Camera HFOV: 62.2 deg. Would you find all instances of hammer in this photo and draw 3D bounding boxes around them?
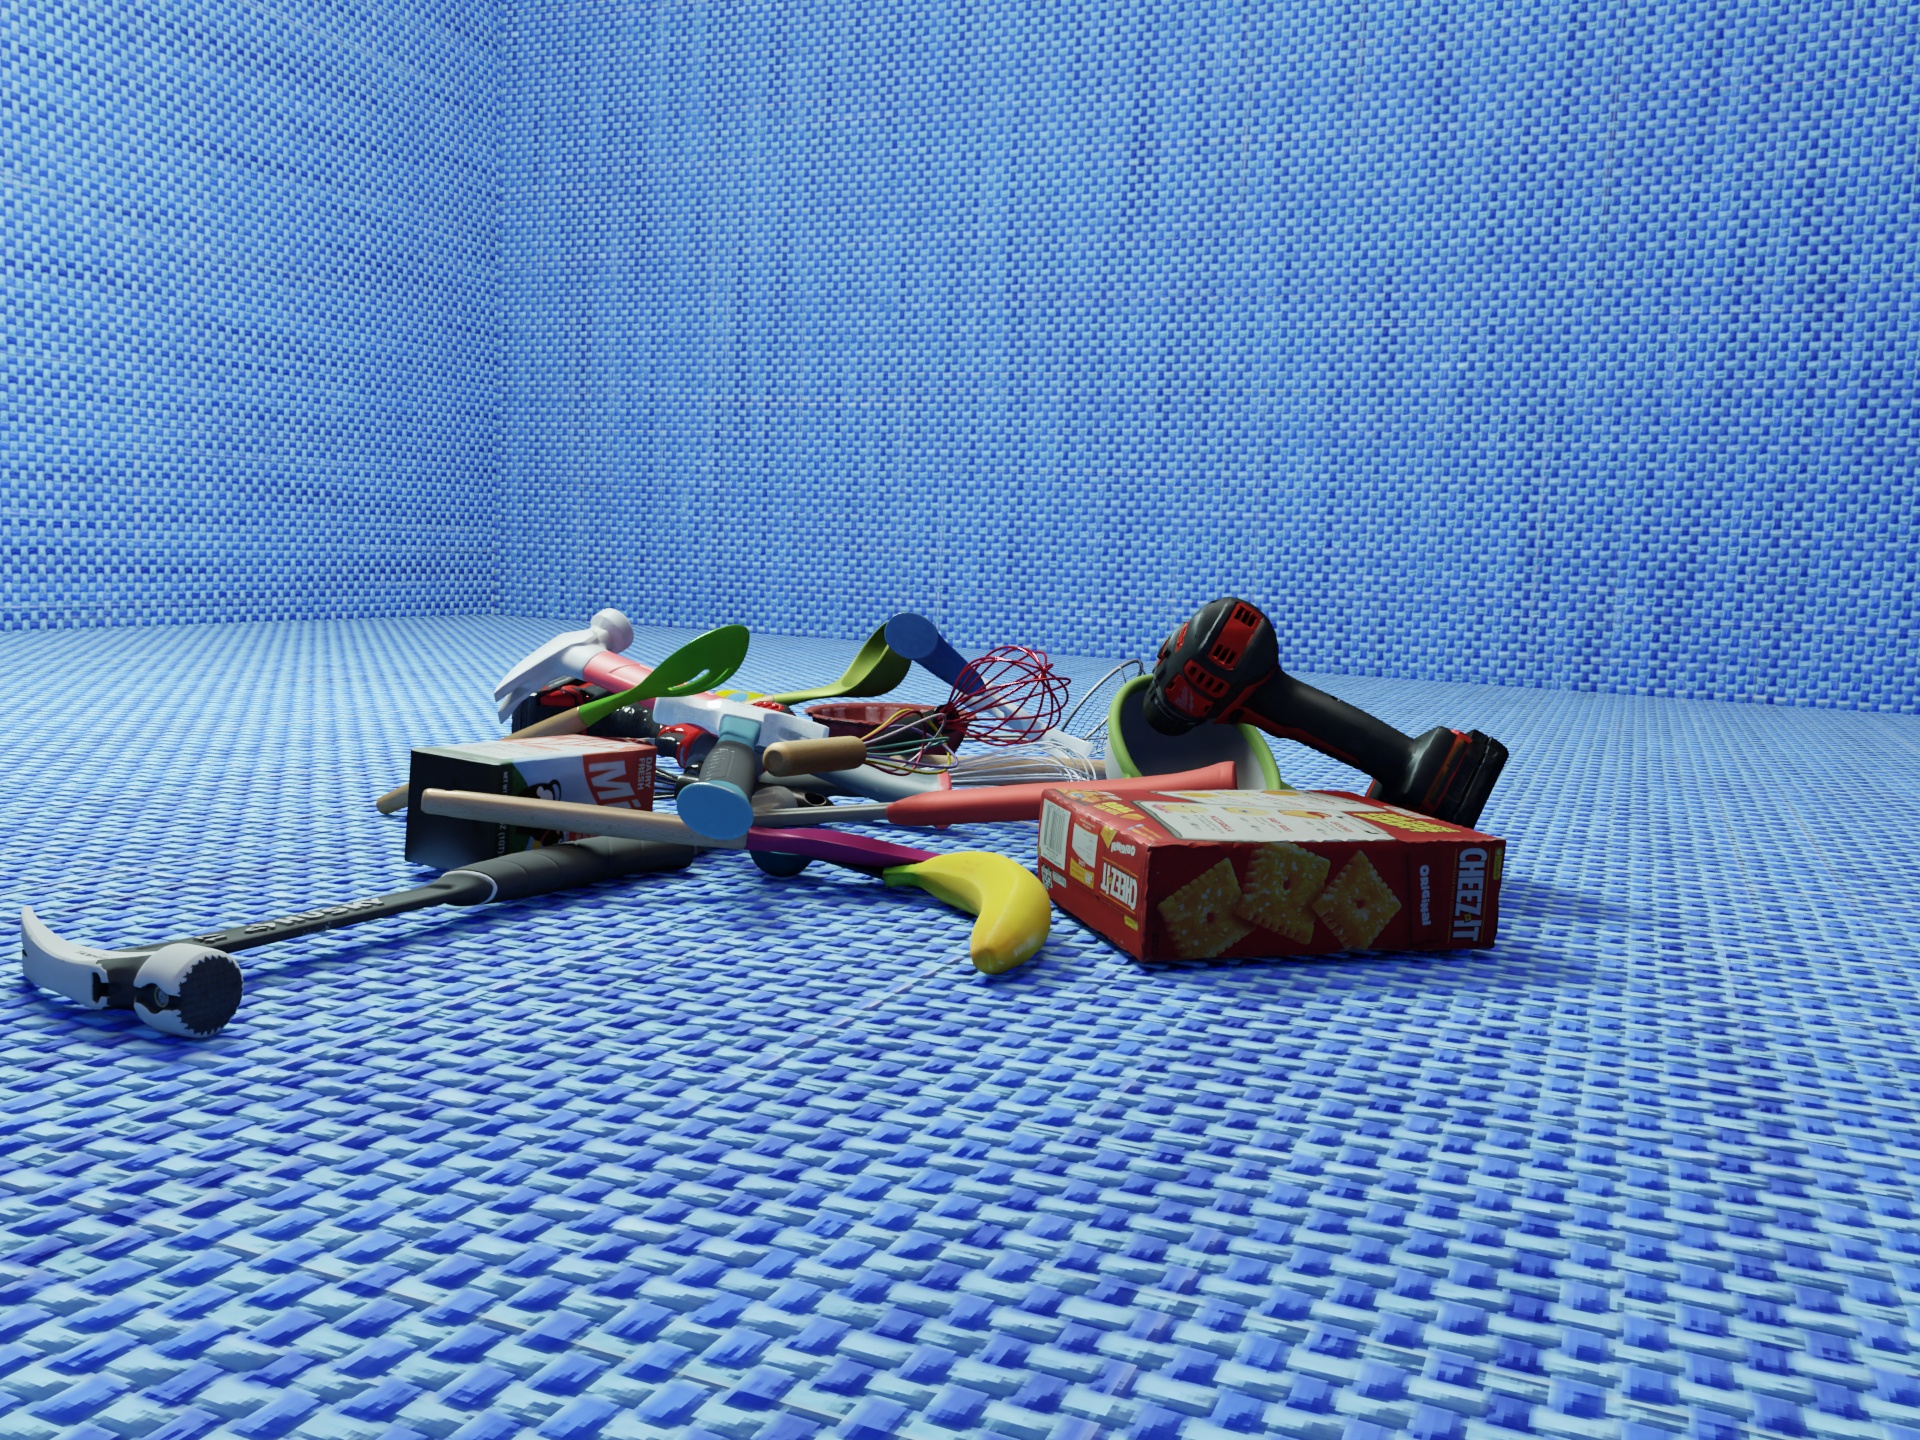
[{"bbox_3d":[-0.151,0.025,1.040,0.128,0.033,0.331,13,8,-7],"label":"hammer"},{"bbox_3d":[0.097,0.043,1.350,0.331,0.031,0.130,1,1,-22],"label":"hammer"},{"bbox_3d":[0.018,-0.026,1.350,0.144,0.035,0.405,33,0,17],"label":"hammer"},{"bbox_3d":[-0.180,0.012,1.237,0.386,0.038,0.143,21,41,25],"label":"hammer"},{"bbox_3d":[-0.279,0.092,0.836,0.149,0.036,0.409,5,6,27],"label":"hammer"},{"bbox_3d":[0.001,0.057,1.045,0.359,0.037,0.149,-4,4,17],"label":"hammer"}]

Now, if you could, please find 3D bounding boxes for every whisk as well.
[{"bbox_3d":[-0.210,0.052,1.191,0.239,0.055,0.055,8,7,9],"label":"whisk"},{"bbox_3d":[-0.064,0.018,1.052,0.051,0.047,0.245,-3,1,24],"label":"whisk"},{"bbox_3d":[-0.030,0.049,1.238,0.284,0.070,0.070,0,5,19],"label":"whisk"},{"bbox_3d":[-0.002,-0.004,1.198,0.073,0.073,0.296,0,-8,-25],"label":"whisk"}]

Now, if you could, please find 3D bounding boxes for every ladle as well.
[{"bbox_3d":[-0.196,-0.021,1.437,0.320,0.062,0.078,-16,21,-2],"label":"ladle"}]

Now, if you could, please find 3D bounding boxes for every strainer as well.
[{"bbox_3d":[0.129,0.060,1.163,0.256,0.151,0.069,-28,-18,-43],"label":"strainer"}]

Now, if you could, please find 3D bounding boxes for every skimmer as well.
[{"bbox_3d":[0.012,-0.008,1.605,0.363,0.090,0.127,-1,-29,-6],"label":"skimmer"}]

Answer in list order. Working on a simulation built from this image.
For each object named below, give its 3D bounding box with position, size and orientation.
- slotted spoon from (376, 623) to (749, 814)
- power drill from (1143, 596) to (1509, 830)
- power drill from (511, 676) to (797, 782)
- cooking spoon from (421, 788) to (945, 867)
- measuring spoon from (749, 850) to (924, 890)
[{"bbox_3d":[-0.279,0.007,1.102,0.314,0.031,0.070,-22,-12,17],"label":"slotted spoon"},{"bbox_3d":[0.230,0.012,1.078,0.226,0.080,0.187,31,-17,2],"label":"power drill"},{"bbox_3d":[-0.259,0.014,1.336,0.220,0.078,0.143,9,19,19],"label":"power drill"},{"bbox_3d":[-0.153,0.067,0.943,0.318,0.017,0.069,8,3,-16],"label":"cooking spoon"},{"bbox_3d":[-0.072,0.097,0.984,0.128,0.021,0.042,14,11,14],"label":"measuring spoon"}]
